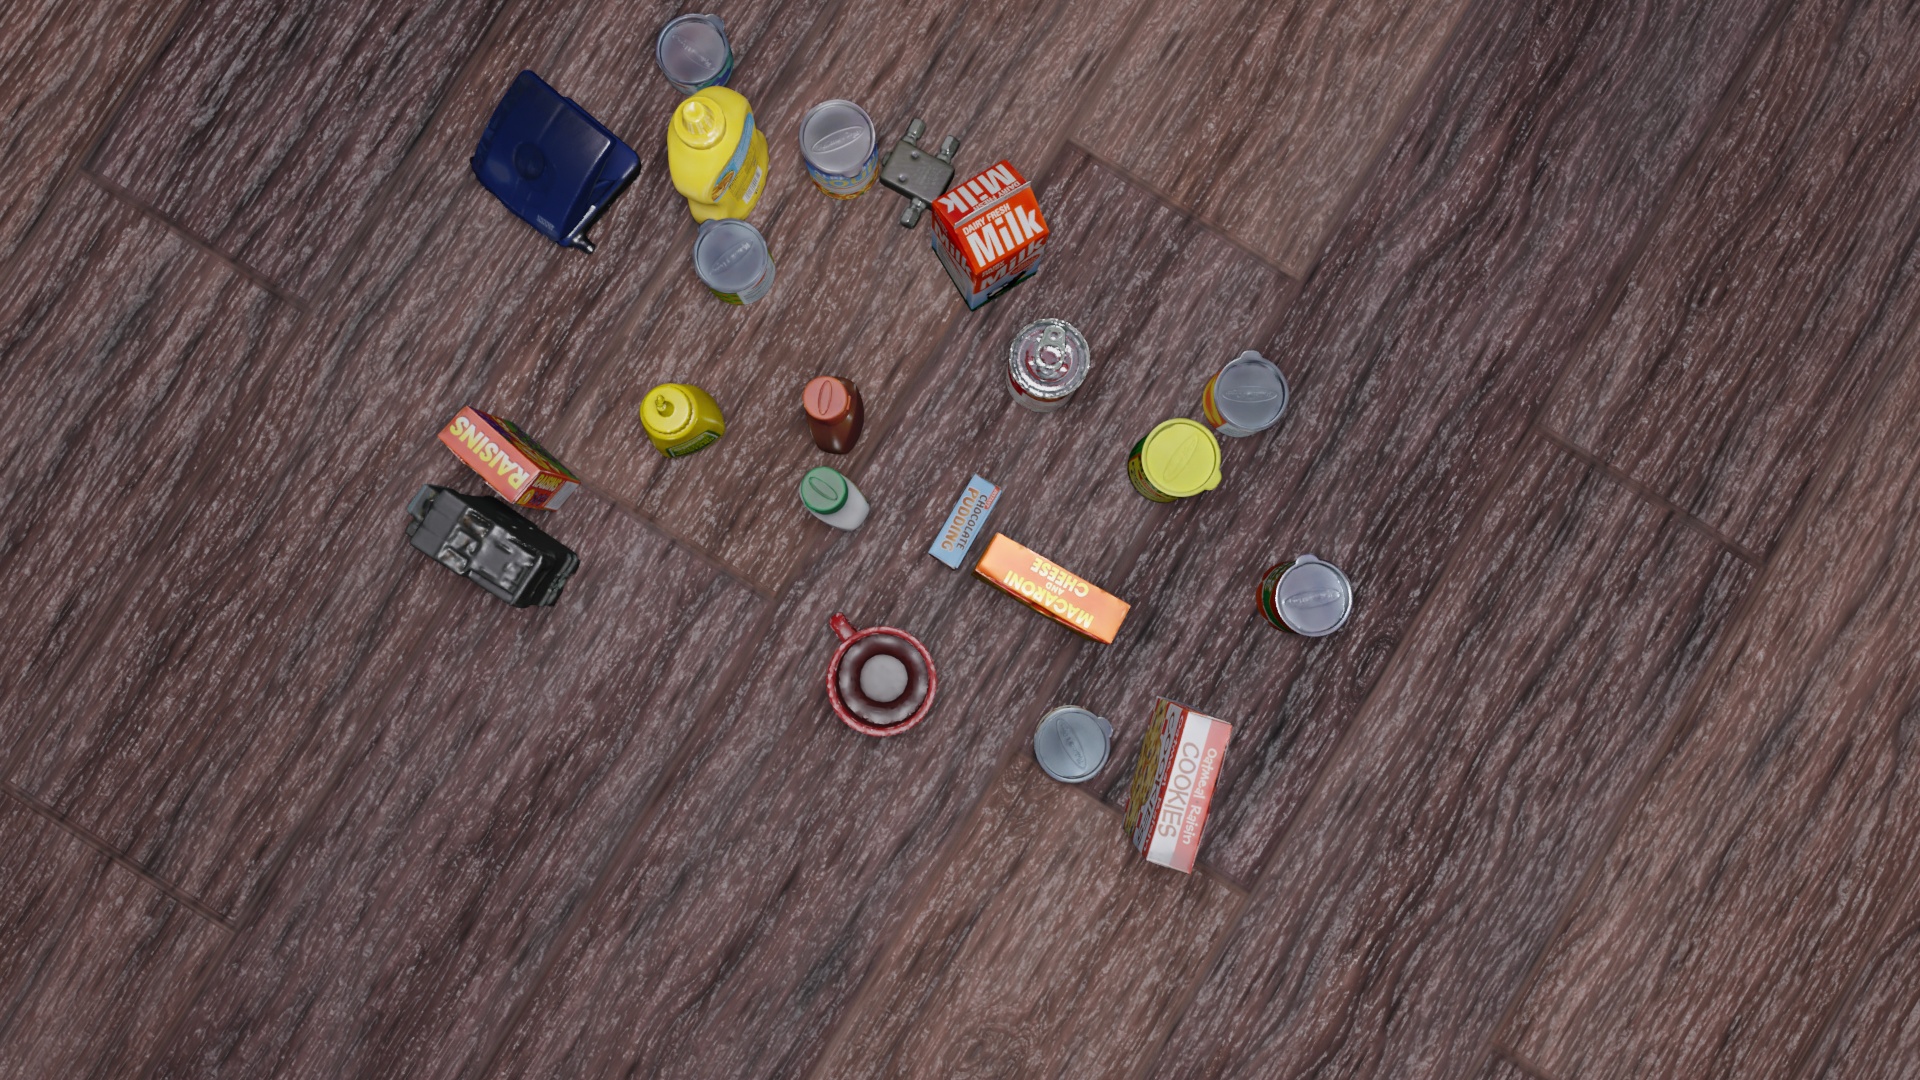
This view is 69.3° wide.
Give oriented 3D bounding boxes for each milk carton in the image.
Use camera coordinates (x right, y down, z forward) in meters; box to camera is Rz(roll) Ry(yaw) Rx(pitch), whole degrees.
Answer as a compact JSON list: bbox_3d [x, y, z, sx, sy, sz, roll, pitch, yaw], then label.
[{"bbox_3d":[0.023,-0.260,1.176,0.072,0.190,0.073,-31,88,-2],"label":"milk carton"}]

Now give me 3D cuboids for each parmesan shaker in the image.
[{"bbox_3d":[0.186,-0.066,1.212,0.071,0.103,0.071,0,88,-1],"label":"parmesan shaker"}]

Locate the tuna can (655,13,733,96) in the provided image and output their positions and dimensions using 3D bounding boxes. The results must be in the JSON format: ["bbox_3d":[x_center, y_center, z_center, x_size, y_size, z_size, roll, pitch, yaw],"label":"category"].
[{"bbox_3d":[-0.239,-0.442,1.261,0.071,0.033,0.071,0,87,-1],"label":"tuna can"}]

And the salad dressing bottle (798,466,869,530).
[{"bbox_3d":[-0.110,-0.038,1.184,0.064,0.147,0.044,37,88,1],"label":"salad dressing bottle"}]

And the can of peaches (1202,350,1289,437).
[{"bbox_3d":[0.253,-0.129,1.238,0.071,0.058,0.071,0,87,-1],"label":"can of peaches"}]

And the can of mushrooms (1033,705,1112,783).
[{"bbox_3d":[0.100,0.179,1.233,0.071,0.033,0.071,0,87,-1],"label":"can of mushrooms"}]

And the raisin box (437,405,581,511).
[{"bbox_3d":[-0.386,-0.068,1.194,0.086,0.123,0.040,42,88,1],"label":"raisin box"}]

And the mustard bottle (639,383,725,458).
[{"bbox_3d":[-0.242,-0.104,1.179,0.065,0.160,0.049,-26,88,-2],"label":"mustard bottle"}]

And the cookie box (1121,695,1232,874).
[{"bbox_3d":[0.179,0.200,1.166,0.040,0.167,0.123,16,87,0],"label":"cookie box"}]

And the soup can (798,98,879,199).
[{"bbox_3d":[-0.105,-0.342,1.232,0.071,0.084,0.071,0,87,-1],"label":"soup can"}]

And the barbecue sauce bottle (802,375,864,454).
[{"bbox_3d":[-0.109,-0.112,1.187,0.044,0.148,0.065,10,88,0],"label":"barbecue sauce bottle"}]

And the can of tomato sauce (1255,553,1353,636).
[{"bbox_3d":[0.299,0.048,1.217,0.071,0.083,0.071,0,87,-1],"label":"can of tomato sauce"}]

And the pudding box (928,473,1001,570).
[{"bbox_3d":[0.004,-0.015,1.233,0.030,0.049,0.083,30,87,1],"label":"pudding box"}]

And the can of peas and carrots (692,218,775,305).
[{"bbox_3d":[-0.203,-0.249,1.238,0.071,0.058,0.071,0,87,-1],"label":"can of peas and carrots"}]

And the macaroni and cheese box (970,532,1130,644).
[{"bbox_3d":[0.072,0.042,1.173,0.124,0.166,0.040,29,88,1],"label":"macaroni and cheese box"}]
